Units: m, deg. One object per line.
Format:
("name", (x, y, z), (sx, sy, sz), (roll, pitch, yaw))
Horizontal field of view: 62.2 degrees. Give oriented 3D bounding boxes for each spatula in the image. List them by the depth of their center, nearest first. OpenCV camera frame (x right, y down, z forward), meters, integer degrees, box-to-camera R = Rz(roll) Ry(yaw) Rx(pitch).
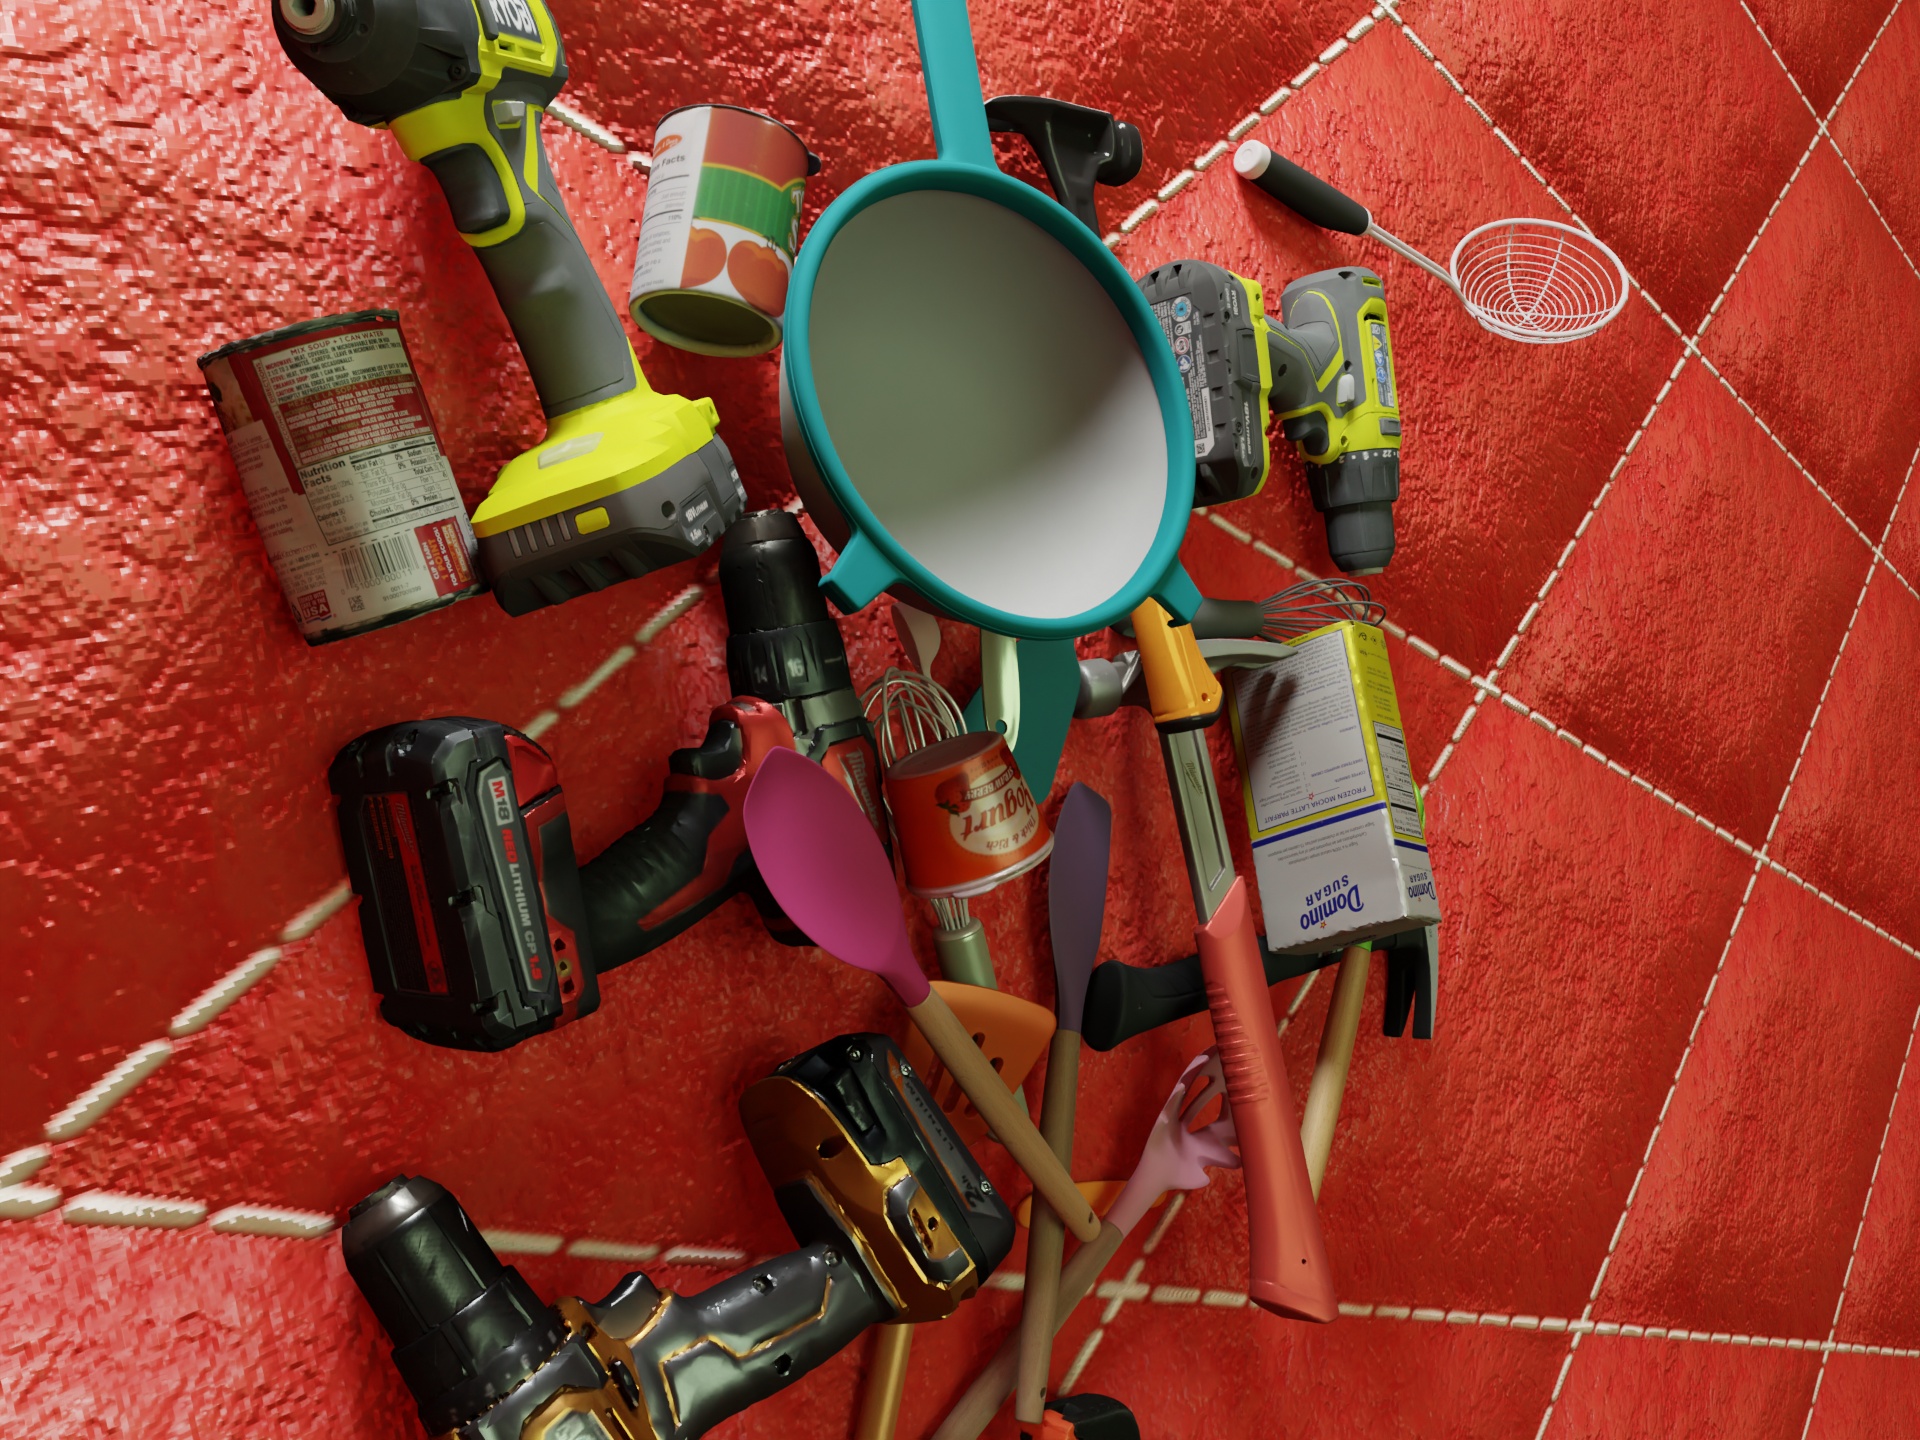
("spatula", (-0.026, 0.281, 0.719), (0.081, 0.041, 0.323), (20, 74, -28))
("spatula", (0.050, 0.182, 0.800), (0.059, 0.018, 0.316), (33, 57, -49))
("spatula", (0.041, -0.117, 0.837), (0.082, 0.044, 0.318), (19, 68, -40))

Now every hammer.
("hammer", (0.079, -0.158, 0.829), (0.127, 0.034, 0.337), (-9, 86, -45))
("hammer", (0.153, 0.133, 0.850), (0.149, 0.036, 0.359), (-6, 80, -30))
("hammer", (0.189, 0.147, 0.947), (0.334, 0.035, 0.146), (-7, 90, -44))

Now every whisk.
("whisk", (-0.004, 0.092, 0.758), (0.059, 0.058, 0.246), (-60, 138, -71))
("whisk", (0.173, -0.061, 0.944), (0.238, 0.055, 0.055), (-2, 88, -41))

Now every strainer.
("strainer", (-0.013, -0.189, 0.711), (0.211, 0.095, 0.340), (-1, 76, -36))

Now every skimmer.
("skimmer", (0.330, -0.345, 1.095), (0.363, 0.090, 0.127), (11, 46, -41))

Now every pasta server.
("pasta server", (0.065, 0.277, 0.800), (0.316, 0.040, 0.060), (-42, 99, -33))

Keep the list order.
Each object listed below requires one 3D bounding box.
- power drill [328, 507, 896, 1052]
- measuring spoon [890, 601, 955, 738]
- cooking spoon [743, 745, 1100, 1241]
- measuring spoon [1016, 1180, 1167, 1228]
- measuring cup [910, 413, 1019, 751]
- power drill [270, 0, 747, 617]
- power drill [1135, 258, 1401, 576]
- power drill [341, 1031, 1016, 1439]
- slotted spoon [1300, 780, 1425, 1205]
("power drill", (-0.122, 0.018, 0.628), (0.226, 0.080, 0.188), (-15, 97, -47))
("measuring spoon", (-0.001, -0.002, 0.766), (0.018, 0.034, 0.124), (-26, 100, -11))
("cooking spoon", (-0.008, 0.135, 0.688), (0.318, 0.017, 0.069), (58, 35, -32))
("measuring spoon", (0.072, 0.253, 0.837), (0.116, 0.011, 0.021), (7, 81, -44))
("measuring cup", (0.006, -0.064, 0.775), (0.083, 0.038, 0.168), (1, 81, -34))
("power drill", (-0.159, -0.159, 0.564), (0.171, 0.080, 0.223), (-80, 151, -71))
("power drill", (0.193, -0.180, 0.955), (0.228, 0.080, 0.190), (-7, 91, -47))
("power drill", (-0.105, 0.209, 0.611), (0.226, 0.084, 0.185), (-34, 89, -40))
("slotted spoon", (0.232, 0.162, 0.945), (0.070, 0.031, 0.314), (35, 63, -34))
